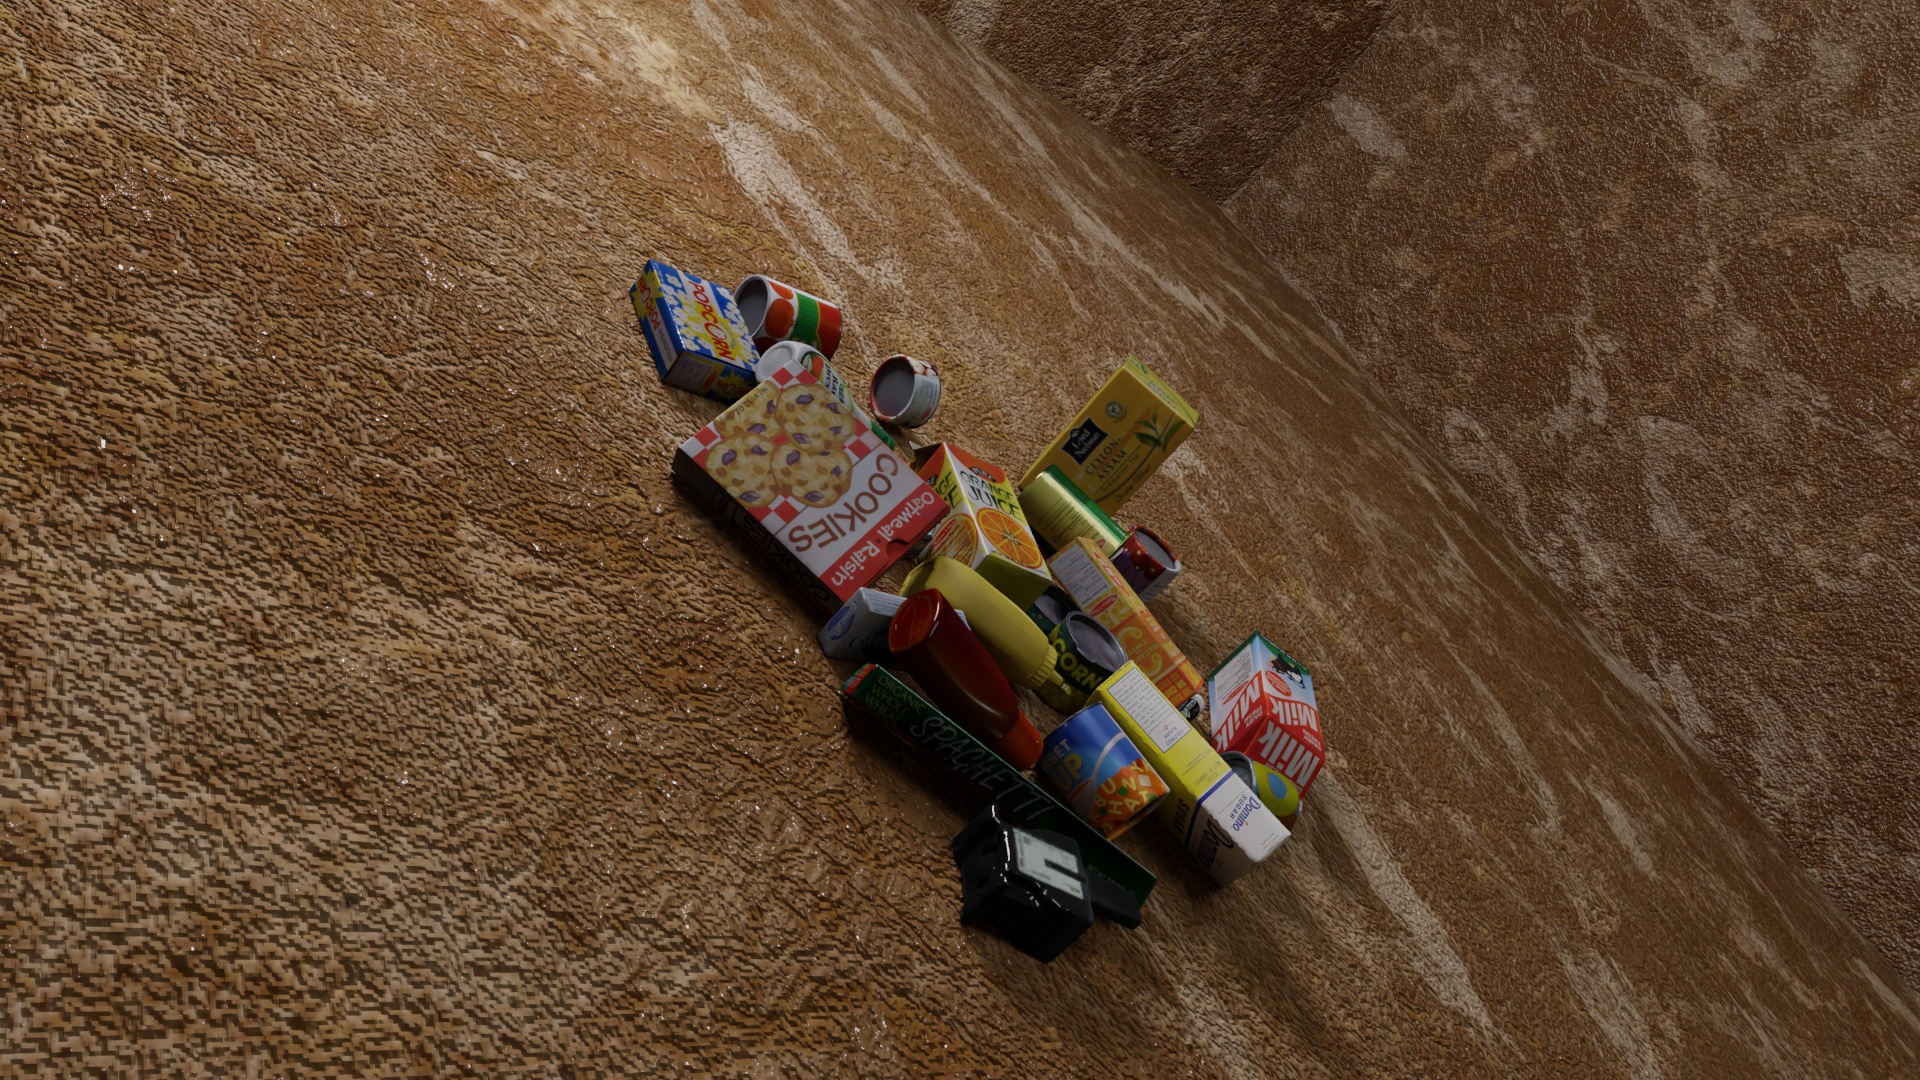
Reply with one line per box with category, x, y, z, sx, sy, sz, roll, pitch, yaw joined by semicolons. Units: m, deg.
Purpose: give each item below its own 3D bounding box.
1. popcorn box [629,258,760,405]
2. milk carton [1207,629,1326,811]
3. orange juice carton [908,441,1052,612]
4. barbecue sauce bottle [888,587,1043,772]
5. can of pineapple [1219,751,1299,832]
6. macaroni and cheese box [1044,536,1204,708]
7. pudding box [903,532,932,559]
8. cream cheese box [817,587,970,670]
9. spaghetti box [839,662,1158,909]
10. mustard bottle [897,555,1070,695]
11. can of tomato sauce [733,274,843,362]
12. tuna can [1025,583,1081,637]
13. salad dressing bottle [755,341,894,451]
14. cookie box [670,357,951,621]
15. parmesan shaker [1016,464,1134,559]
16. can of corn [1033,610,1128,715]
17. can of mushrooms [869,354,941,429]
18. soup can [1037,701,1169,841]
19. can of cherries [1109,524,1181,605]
popcorn box;-0.219;-0.172;1.161;0.085;0.038;0.127;16;35;-42
milk carton;0.280;0.172;1.278;0.072;0.073;0.191;37;25;-10
orange juice carton;0.004;-0.015;1.184;0.072;0.072;0.193;23;30;-34
barbecue sauce bottle;0.007;0.104;0.976;0.148;0.043;0.065;53;27;-29
can of pineapple;0.238;0.217;1.151;0.058;0.070;0.071;29;27;-27
macaroni and cheese box;0.147;0.074;1.231;0.166;0.040;0.124;53;9;9
pudding box;-0.065;-0.024;1.151;0.050;0.030;0.084;2;45;-53
cream cheese box;-0.046;0.066;1.001;0.104;0.053;0.024;16;37;-43
spaghetti box;0.026;0.167;0.946;0.250;0.029;0.050;38;-10;-8
mustard bottle;0.026;0.074;1.082;0.160;0.065;0.049;37;54;-20
can of tomato sauce;-0.159;-0.194;1.253;0.083;0.071;0.071;16;35;-43
tuna can;0.074;0.067;1.198;0.071;0.032;0.071;33;26;-18
salad dressing bottle;-0.110;-0.110;1.169;0.147;0.044;0.064;41;52;-46
cookie box;-0.109;-0.039;1.028;0.167;0.040;0.123;44;58;4
parmesan shaker;0.107;-0.018;1.340;0.103;0.071;0.071;45;25;7
can of corn;0.093;0.102;1.139;0.071;0.058;0.071;33;26;-18
can of mushrooms;-0.055;-0.142;1.318;0.033;0.070;0.071;12;37;-46
soup can;0.102;0.174;1.029;0.084;0.071;0.071;52;26;20
can of cherries;0.175;0.025;1.383;0.071;0.058;0.072;33;26;-19
